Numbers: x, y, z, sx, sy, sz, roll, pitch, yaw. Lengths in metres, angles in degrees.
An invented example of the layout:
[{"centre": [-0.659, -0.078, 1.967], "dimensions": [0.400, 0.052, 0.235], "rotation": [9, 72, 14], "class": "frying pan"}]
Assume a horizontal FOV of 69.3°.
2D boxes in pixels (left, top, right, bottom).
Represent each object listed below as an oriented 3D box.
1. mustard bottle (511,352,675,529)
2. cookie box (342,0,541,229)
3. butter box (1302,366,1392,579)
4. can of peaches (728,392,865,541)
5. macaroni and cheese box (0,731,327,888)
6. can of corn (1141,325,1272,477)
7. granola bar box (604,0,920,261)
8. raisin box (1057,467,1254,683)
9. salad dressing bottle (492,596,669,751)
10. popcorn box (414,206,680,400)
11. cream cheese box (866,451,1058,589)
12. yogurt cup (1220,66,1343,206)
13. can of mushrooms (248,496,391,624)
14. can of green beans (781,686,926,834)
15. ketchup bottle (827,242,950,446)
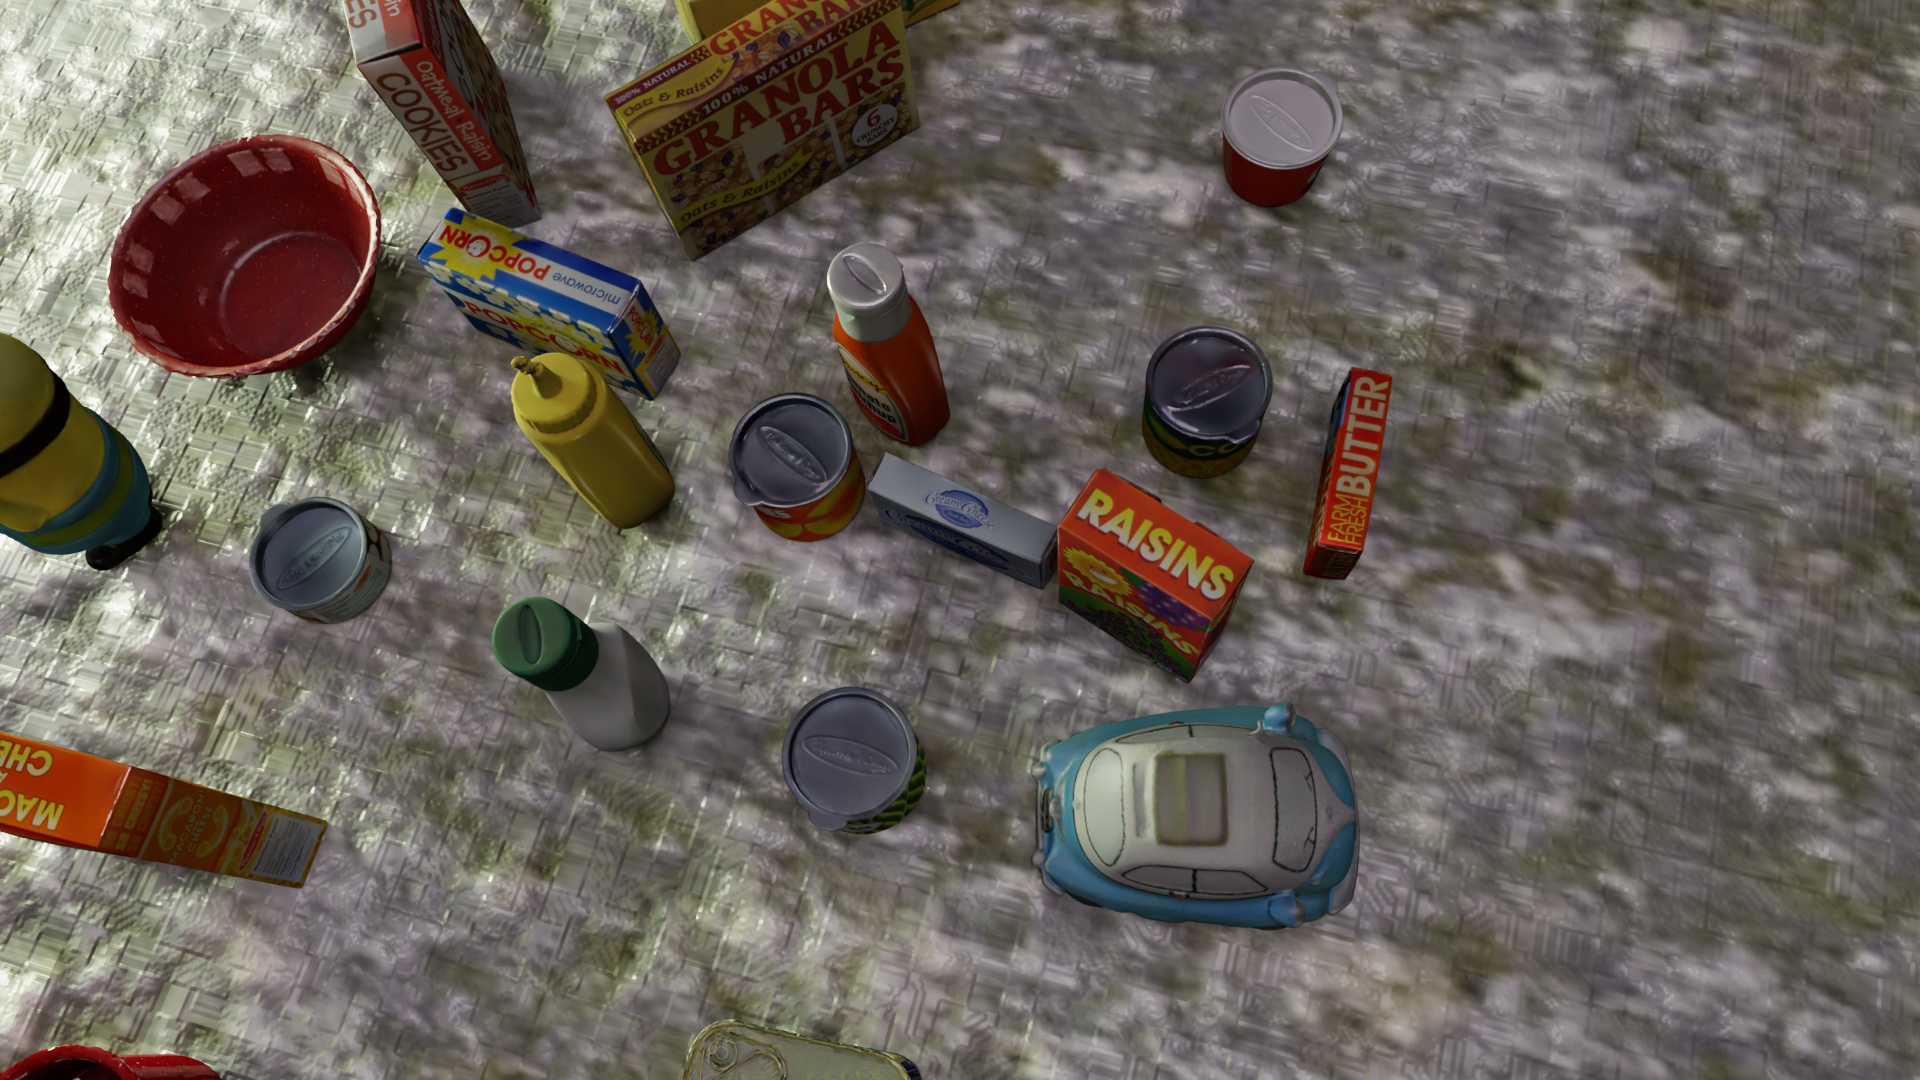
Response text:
[{"centre": [-0.194, -0.057, 0.717], "dimensions": [0.049, 0.159, 0.065], "rotation": [-38, 72, -9], "class": "mustard bottle"}, {"centre": [-0.300, -0.273, 0.797], "dimensions": [0.040, 0.167, 0.123], "rotation": [-20, 71, -2], "class": "cookie box"}, {"centre": [0.205, -0.034, 0.736], "dimensions": [0.024, 0.053, 0.104], "rotation": [12, 72, 9], "class": "butter box"}, {"centre": [-0.089, -0.037, 0.756], "dimensions": [0.071, 0.058, 0.071], "rotation": [-1, 71, 4], "class": "can of peaches"}, {"centre": [-0.405, 0.127, 0.664], "dimensions": [0.124, 0.166, 0.040], "rotation": [12, 72, 8], "class": "macaroni and cheese box"}, {"centre": [0.133, -0.072, 0.752], "dimensions": [0.071, 0.058, 0.071], "rotation": [-1, 71, 4], "class": "can of corn"}, {"centre": [-0.108, -0.246, 0.797], "dimensions": [0.166, 0.124, 0.039], "rotation": [-33, 72, -7], "class": "granola bar box"}, {"centre": [0.093, 0.020, 0.688], "dimensions": [0.086, 0.123, 0.040], "rotation": [33, 77, 14], "class": "raisin box"}, {"centre": [-0.183, 0.064, 0.680], "dimensions": [0.044, 0.147, 0.064], "rotation": [-14, 71, 0], "class": "salad dressing bottle"}, {"centre": [-0.230, -0.132, 0.786], "dimensions": [0.127, 0.085, 0.038], "rotation": [22, 74, 12], "class": "popcorn box"}, {"centre": [0.003, -0.009, 0.742], "dimensions": [0.104, 0.053, 0.024], "rotation": [24, 74, 12], "class": "cream cheese box"}, {"centre": [0.183, -0.231, 0.807], "dimensions": [0.072, 0.053, 0.072], "rotation": [-1, 71, 4], "class": "yogurt cup"}, {"centre": [-0.356, 0.010, 0.772], "dimensions": [0.071, 0.033, 0.071], "rotation": [-1, 71, 4], "class": "can of mushrooms"}, {"centre": [-0.052, 0.112, 0.700], "dimensions": [0.071, 0.057, 0.071], "rotation": [-1, 71, 4], "class": "can of green beans"}, {"centre": [-0.040, -0.103, 0.728], "dimensions": [0.043, 0.148, 0.065], "rotation": [-43, 73, -10], "class": "ketchup bottle"}]
